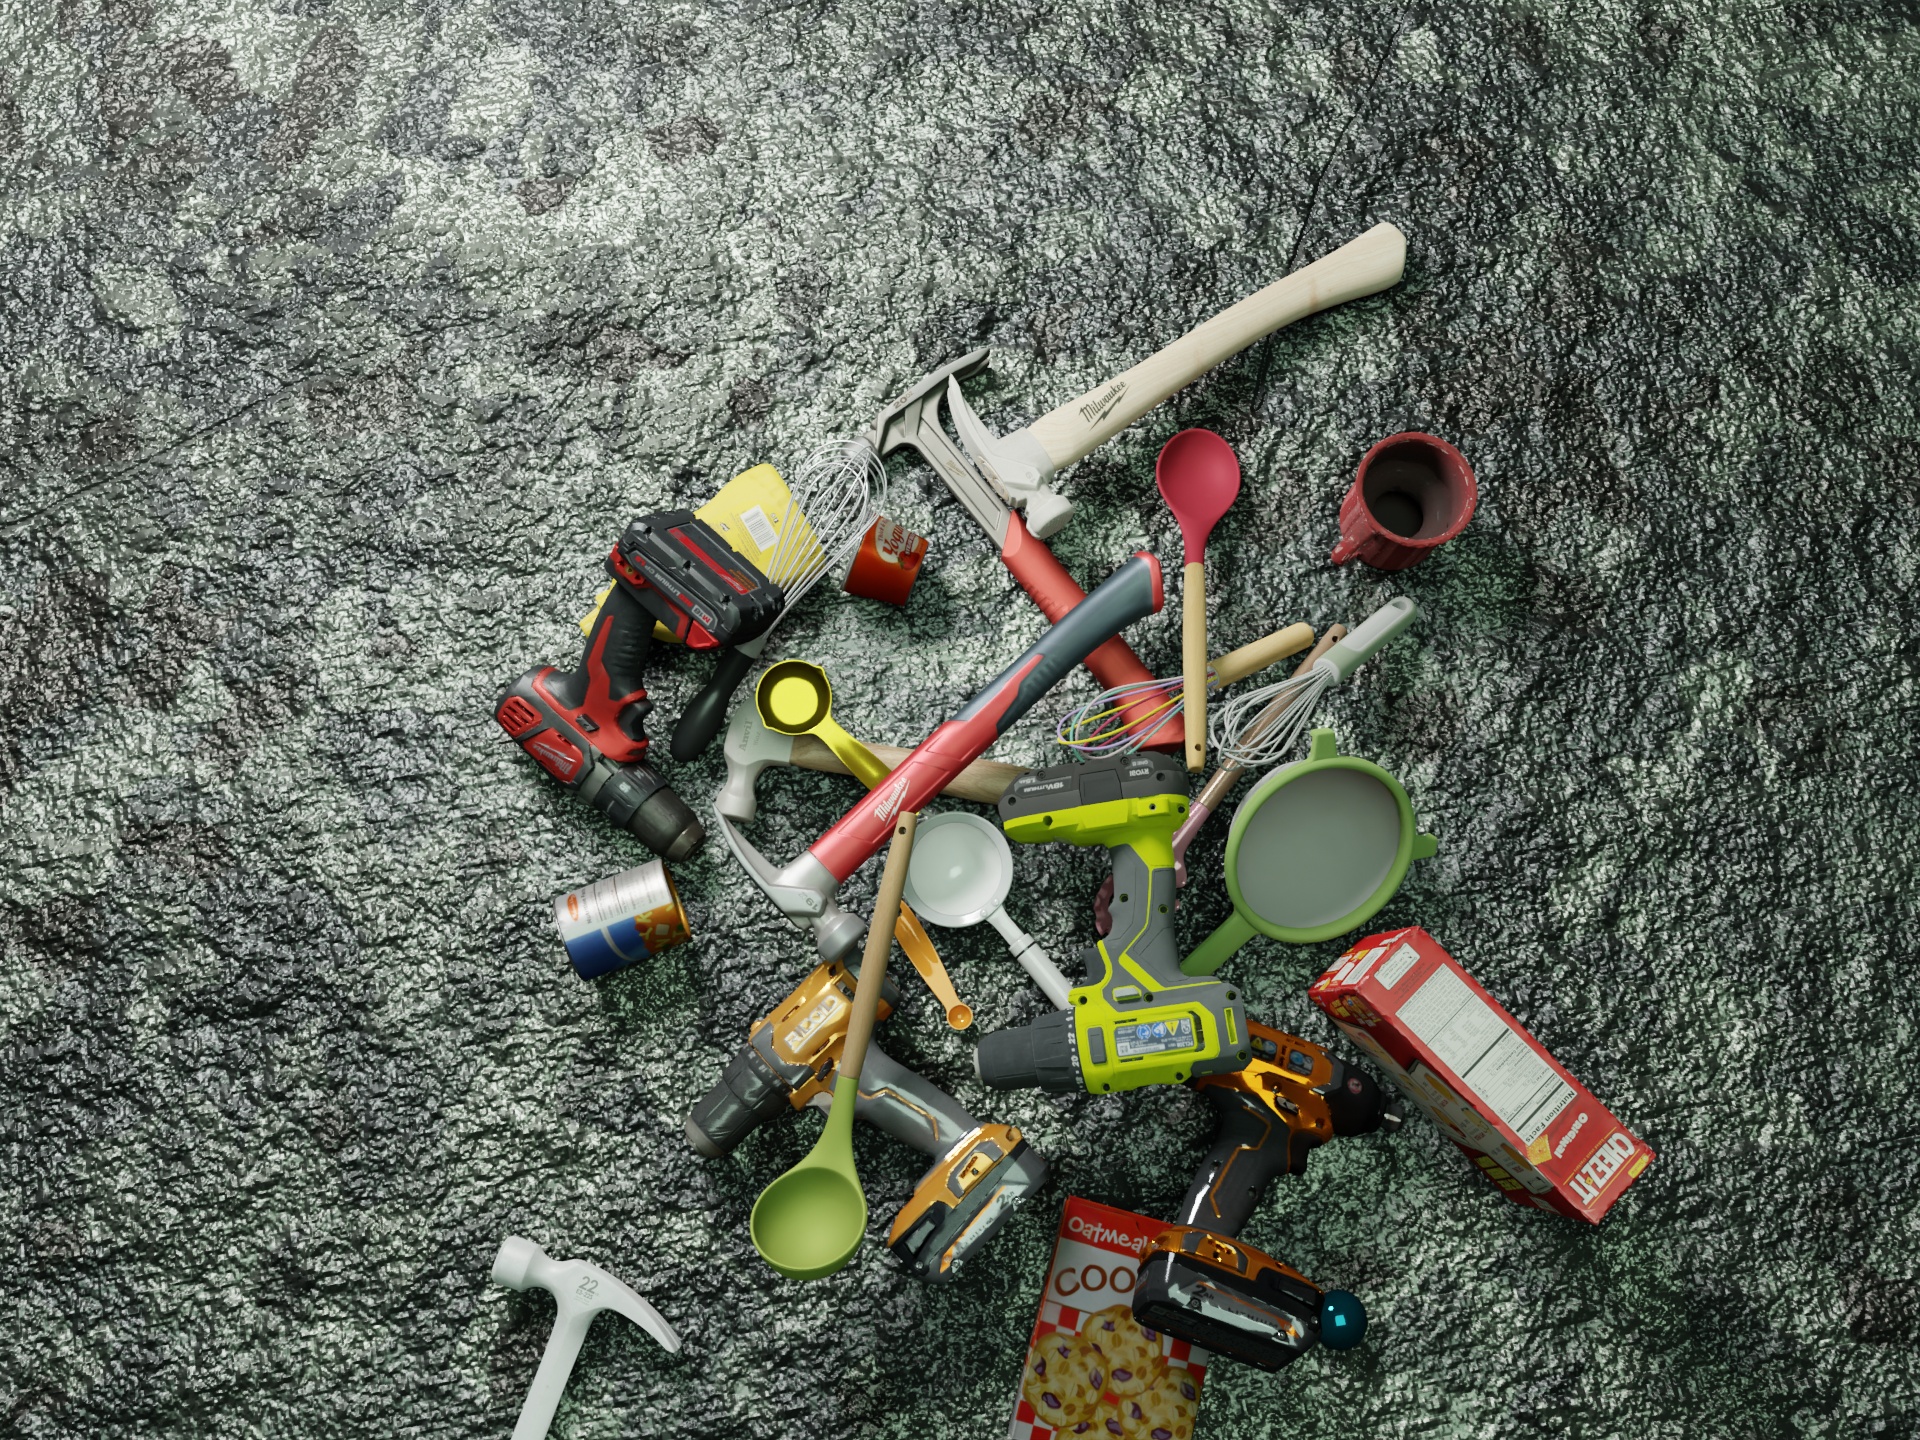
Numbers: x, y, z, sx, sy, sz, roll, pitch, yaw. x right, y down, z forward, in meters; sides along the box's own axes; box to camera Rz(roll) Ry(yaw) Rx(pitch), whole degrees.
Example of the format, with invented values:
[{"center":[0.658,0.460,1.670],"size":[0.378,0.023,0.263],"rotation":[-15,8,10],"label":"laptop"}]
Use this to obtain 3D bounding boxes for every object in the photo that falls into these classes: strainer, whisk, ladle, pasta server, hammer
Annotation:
[{"center":[0.220,0.123,1.193],"size":[0.256,0.069,0.151],"rotation":[-45,115,7],"label":"strainer"},{"center":[0.271,-0.033,1.197],"size":[0.058,0.059,0.246],"rotation":[31,51,33],"label":"whisk"},{"center":[0.176,-0.024,1.199],"size":[0.245,0.047,0.051],"rotation":[-23,77,-26],"label":"whisk"},{"center":[0.180,-0.096,1.210],"size":[0.069,0.031,0.316],"rotation":[8,57,-3],"label":"ladle"},{"center":[0.205,0.046,1.219],"size":[0.060,0.040,0.316],"rotation":[41,78,-5],"label":"pasta server"},{"center":[-0.002,-0.004,1.179],"size":[0.386,0.038,0.143],"rotation":[-43,82,-13],"label":"hammer"},{"center":[0.186,-0.303,1.281],"size":[0.410,0.038,0.146],"rotation":[-32,78,-14],"label":"hammer"},{"center":[0.040,0.162,1.182],"size":[0.087,0.050,0.258],"rotation":[-40,80,-1],"label":"strainer"},{"center":[-0.143,-0.086,1.203],"size":[0.070,0.070,0.284],"rotation":[34,101,7],"label":"whisk"},{"center":[-0.324,0.577,1.091],"size":[0.144,0.035,0.406],"rotation":[19,78,4],"label":"hammer"},{"center":[-0.073,0.217,1.084],"size":[0.078,0.062,0.320],"rotation":[10,80,15],"label":"ladle"},{"center":[0.068,-0.125,1.257],"size":[0.149,0.036,0.359],"rotation":[-37,80,-8],"label":"hammer"},{"center":[-0.015,0.038,1.221],"size":[0.331,0.031,0.130],"rotation":[10,78,1],"label":"hammer"}]

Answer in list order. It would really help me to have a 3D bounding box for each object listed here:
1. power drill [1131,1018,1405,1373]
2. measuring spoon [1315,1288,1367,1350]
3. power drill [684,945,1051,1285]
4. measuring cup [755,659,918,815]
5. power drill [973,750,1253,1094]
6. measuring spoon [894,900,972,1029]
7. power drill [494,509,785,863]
[{"center":[0.218,0.324,1.109],"size":[0.164,0.084,0.227],"rotation":[19,55,4],"label":"power drill"},{"center":[0.234,0.424,1.120],"size":[0.128,0.021,0.042],"rotation":[7,81,-19],"label":"measuring spoon"},{"center":[-0.070,0.298,1.139],"size":[0.185,0.084,0.226],"rotation":[-44,77,-7],"label":"power drill"},{"center":[-0.090,0.018,1.200],"size":[0.156,0.029,0.062],"rotation":[44,81,-4],"label":"measuring cup"},{"center":[0.094,0.149,1.125],"size":[0.190,0.080,0.229],"rotation":[-10,76,9],"label":"power drill"},{"center":[-0.026,0.182,1.201],"size":[0.021,0.011,0.117],"rotation":[-30,76,-8],"label":"measuring spoon"},{"center":[-0.223,-0.020,1.170],"size":[0.188,0.080,0.226],"rotation":[41,113,5],"label":"power drill"}]
